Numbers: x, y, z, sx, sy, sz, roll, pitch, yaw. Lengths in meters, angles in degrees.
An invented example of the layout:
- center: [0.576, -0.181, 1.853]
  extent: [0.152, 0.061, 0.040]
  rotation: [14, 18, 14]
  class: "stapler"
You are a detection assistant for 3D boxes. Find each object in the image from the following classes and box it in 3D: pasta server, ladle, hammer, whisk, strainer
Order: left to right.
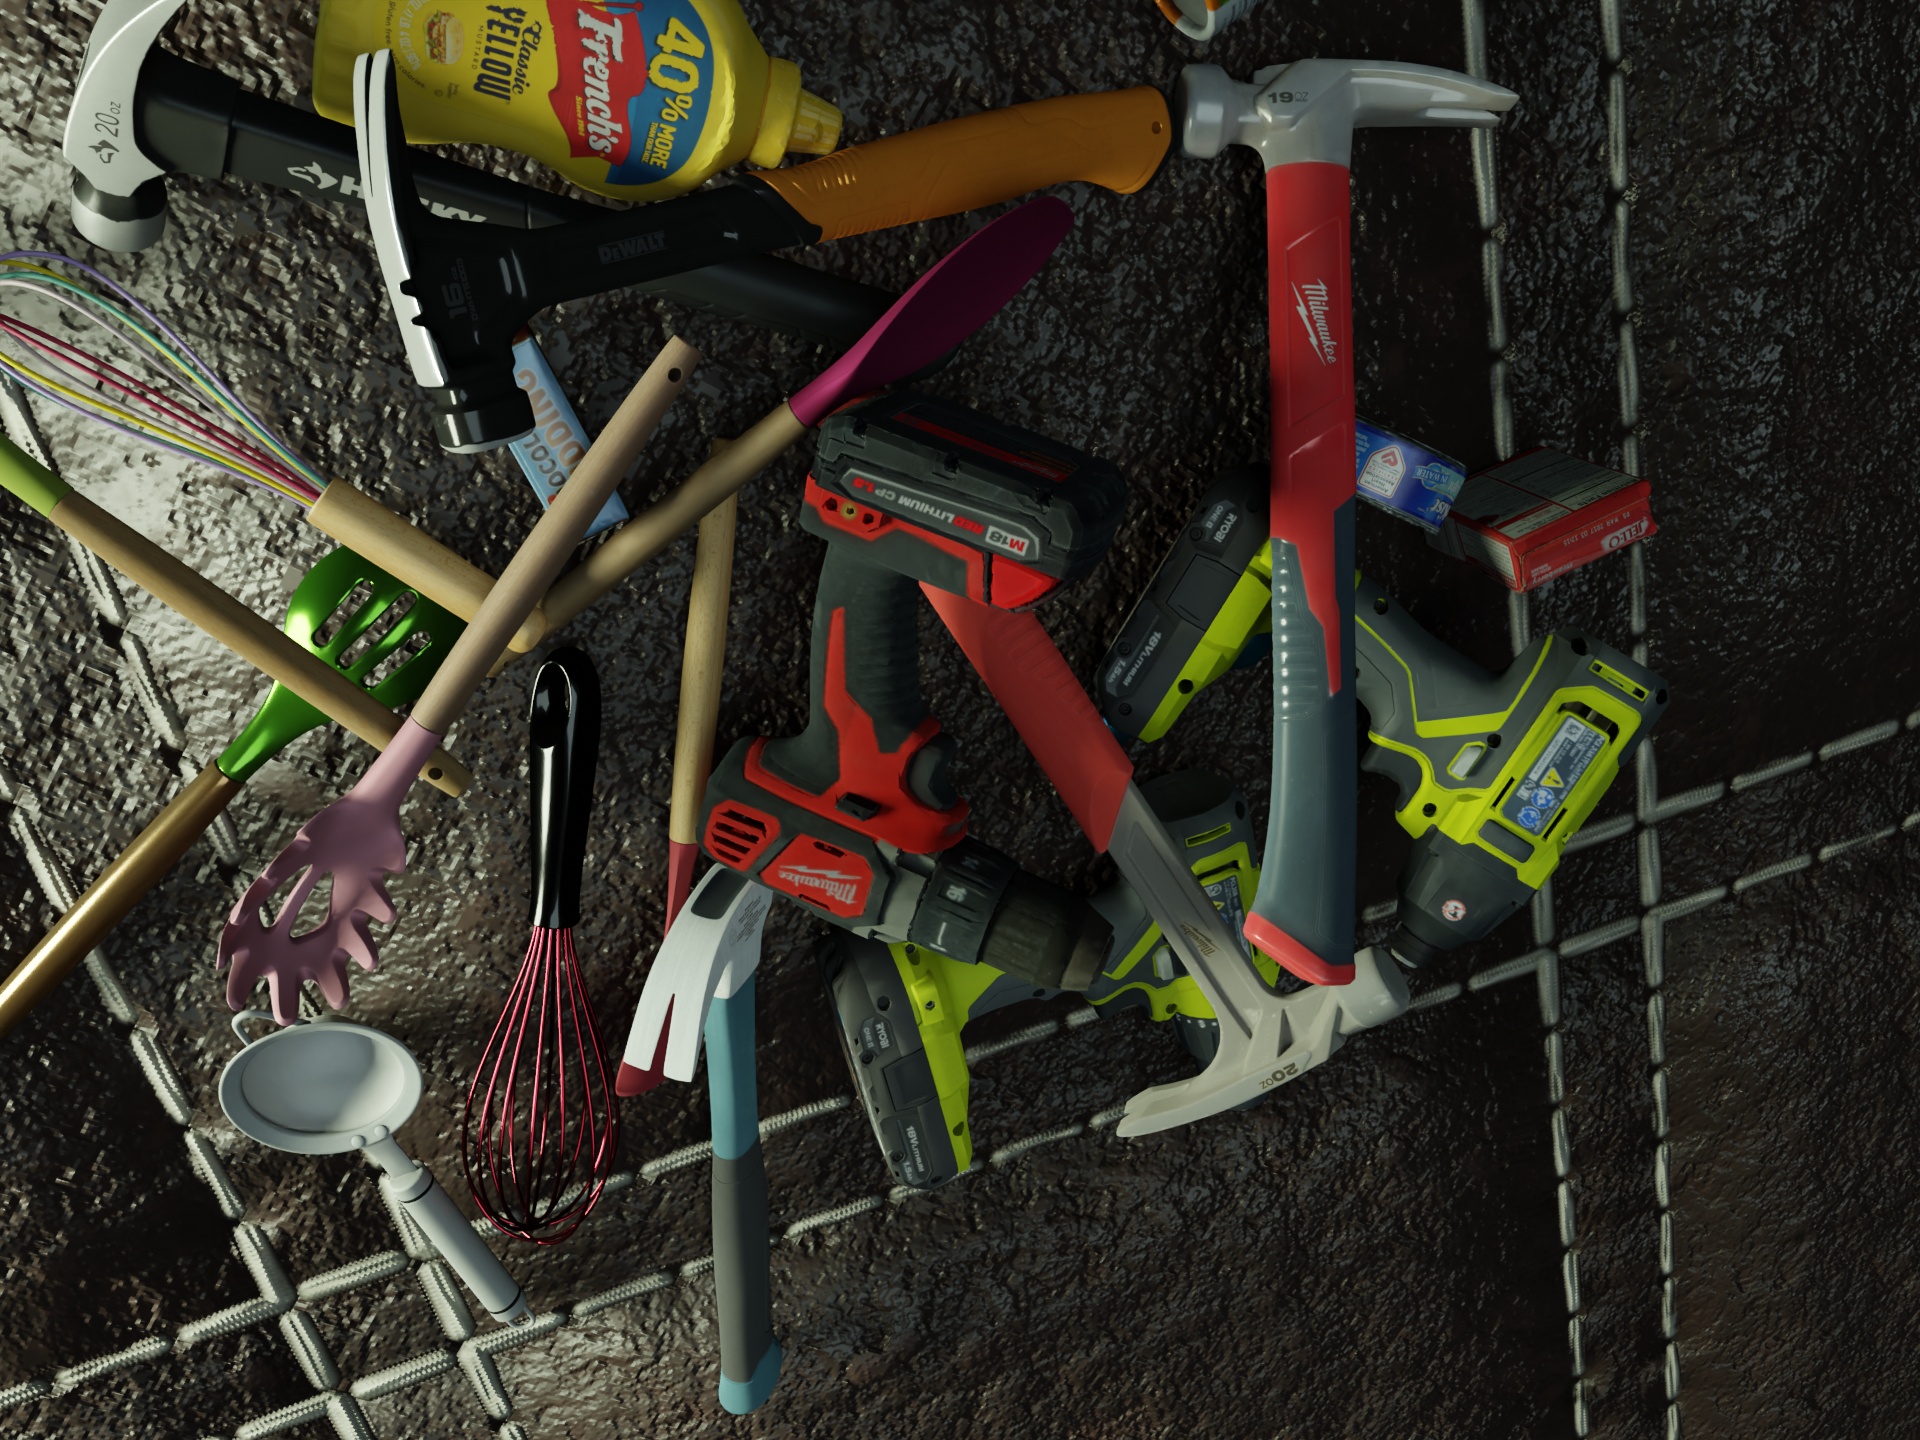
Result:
- center: [-0.324, -0.062, 0.608]
  extent: [0.320, 0.062, 0.078]
  rotation: [39, 104, -20]
  class: "ladle"
- center: [-0.273, -0.097, 0.623]
  extent: [0.244, 0.047, 0.051]
  rotation: [35, 101, -20]
  class: "whisk"
- center: [-0.269, 0.215, 0.764]
  extent: [0.087, 0.050, 0.258]
  rotation: [-22, 121, 0]
  class: "strainer"
- center: [-0.195, -0.017, 0.631]
  extent: [0.060, 0.040, 0.316]
  rotation: [32, 96, -38]
  class: "pasta server"
- center: [-0.188, 0.110, 0.735]
  extent: [0.073, 0.073, 0.295]
  rotation: [2, 105, -17]
  class: "whisk"
- center: [-0.150, -0.190, 0.606]
  extent: [0.334, 0.146, 0.035]
  rotation: [10, 64, -26]
  class: "hammer"
- center: [-0.124, 0.029, 0.727]
  extent: [0.031, 0.069, 0.315]
  rotation: [10, 104, 7]
  class: "ladle"
- center: [-0.109, 0.217, 0.786]
  extent: [0.033, 0.128, 0.330]
  rotation: [12, 121, 19]
  class: "hammer"
- center: [-0.051, -0.204, 0.596]
  extent: [0.337, 0.034, 0.127]
  rotation: [-23, 116, -30]
  class: "hammer"
- center: [0.041, 0.014, 0.706]
  extent: [0.149, 0.037, 0.359]
  rotation: [-32, 95, 23]
  class: "hammer"
- center: [0.163, -0.085, 0.667]
  extent: [0.143, 0.038, 0.386]
  rotation: [0, 86, -2]
  class: "hammer"

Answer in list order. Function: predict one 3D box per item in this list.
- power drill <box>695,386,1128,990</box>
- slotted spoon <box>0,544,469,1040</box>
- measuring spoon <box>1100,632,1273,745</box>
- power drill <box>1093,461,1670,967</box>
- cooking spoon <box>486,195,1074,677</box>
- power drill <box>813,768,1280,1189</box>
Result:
- center: [-0.001, -0.002, 0.654]
  extent: [0.188, 0.080, 0.226]
  rotation: [23, 116, 10]
  class: "power drill"
- center: [-0.329, 0.041, 0.684]
  extent: [0.314, 0.031, 0.070]
  rotation: [-44, 111, 6]
  class: "slotted spoon"
- center: [0.106, -0.015, 0.786]
  extent: [0.128, 0.021, 0.042]
  rotation: [-40, 116, 1]
  class: "measuring spoon"
- center: [0.181, -0.002, 0.732]
  extent: [0.223, 0.080, 0.171]
  rotation: [32, 103, 3]
  class: "power drill"
- center: [-0.085, -0.111, 0.652]
  extent: [0.319, 0.068, 0.017]
  rotation: [-35, 79, 17]
  class: "cooking spoon"
- center: [0.057, 0.146, 0.809]
  extent: [0.228, 0.080, 0.190]
  rotation: [-19, 114, -11]
  class: "power drill"
